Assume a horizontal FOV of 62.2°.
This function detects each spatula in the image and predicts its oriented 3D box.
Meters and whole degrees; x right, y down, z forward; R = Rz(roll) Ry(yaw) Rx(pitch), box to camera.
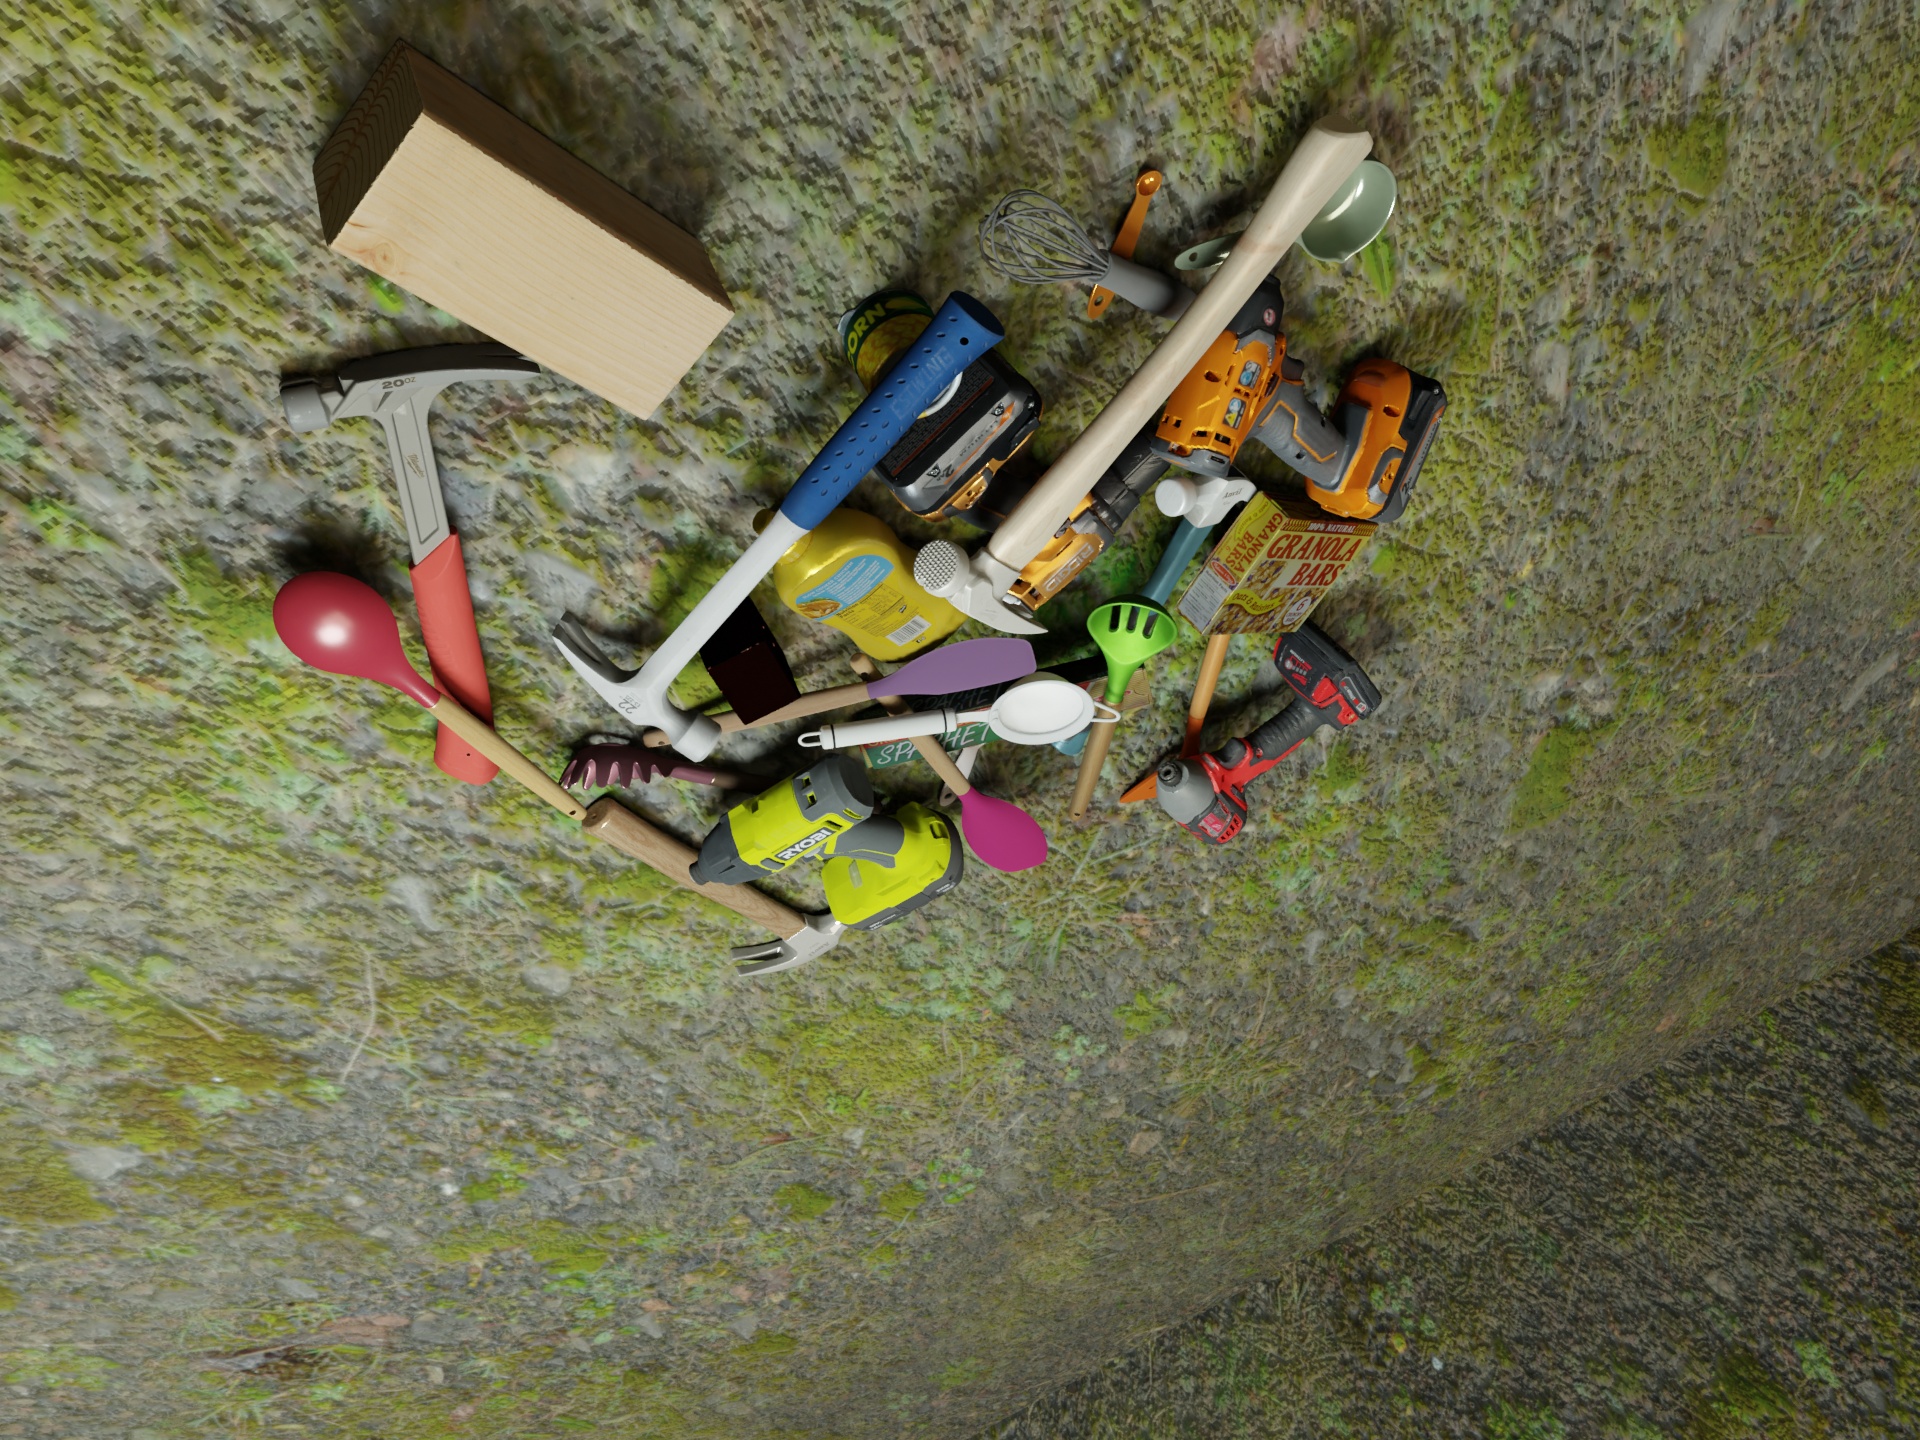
[{"bbox_3d":[0.220,-0.030,1.477,0.081,0.041,0.322,-10,134,-22],"label":"spatula"},{"bbox_3d":[-0.097,-0.020,1.245,0.316,0.018,0.059,-13,143,6],"label":"spatula"}]

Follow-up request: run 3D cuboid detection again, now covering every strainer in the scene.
[{"bbox_3d":[-0.002,-0.004,1.274,0.258,0.050,0.086,-8,144,-9],"label":"strainer"}]

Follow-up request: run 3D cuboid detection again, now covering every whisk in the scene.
[{"bbox_3d":[0.093,-0.299,1.059,0.238,0.055,0.055,3,134,-50],"label":"whisk"}]

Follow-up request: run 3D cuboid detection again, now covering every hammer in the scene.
[{"bbox_3d":[0.150,-0.086,1.344,0.128,0.033,0.330,-20,150,-40],"label":"hammer"},{"bbox_3d":[-0.216,0.148,1.416,0.130,0.031,0.331,-37,140,11],"label":"hammer"},{"bbox_3d":[0.137,-0.231,1.093,0.410,0.038,0.146,-50,149,12],"label":"hammer"},{"bbox_3d":[-0.341,-0.090,1.074,0.149,0.037,0.358,-13,139,-17],"label":"hammer"},{"bbox_3d":[-0.122,-0.132,1.071,0.144,0.035,0.405,36,121,-19],"label":"hammer"}]

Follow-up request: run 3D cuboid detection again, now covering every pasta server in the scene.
[{"bbox_3d":[-0.188,0.058,1.326,0.316,0.040,0.060,14,167,-42],"label":"pasta server"}]

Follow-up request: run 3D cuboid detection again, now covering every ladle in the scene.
[{"bbox_3d":[-0.355,-0.002,1.113,0.069,0.031,0.315,-32,142,5],"label":"ladle"}]

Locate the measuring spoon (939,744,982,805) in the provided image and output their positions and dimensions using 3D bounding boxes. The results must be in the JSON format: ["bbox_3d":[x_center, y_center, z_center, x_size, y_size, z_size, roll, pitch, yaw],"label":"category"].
[{"bbox_3d":[-0.001,0.036,1.432,0.034,0.018,0.124,-7,144,-26],"label":"measuring spoon"}]

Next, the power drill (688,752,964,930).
[{"bbox_3d":[-0.111,0.111,1.367,0.171,0.080,0.223,-31,150,19],"label":"power drill"}]

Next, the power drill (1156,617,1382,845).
[{"bbox_3d":[0.275,0.015,1.479,0.219,0.079,0.143,-45,143,6],"label":"power drill"}]

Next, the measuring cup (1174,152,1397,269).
[{"bbox_3d":[0.220,-0.350,1.106,0.167,0.038,0.083,-19,141,-7],"label":"measuring cup"}]

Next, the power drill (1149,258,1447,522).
[{"bbox_3d":[0.259,-0.246,1.196,0.226,0.084,0.164,11,104,-34],"label":"power drill"}]

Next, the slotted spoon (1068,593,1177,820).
[{"bbox_3d":[0.120,-0.005,1.318,0.070,0.031,0.313,12,143,1],"label":"slotted spoon"}]

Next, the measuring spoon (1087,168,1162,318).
[{"bbox_3d":[0.109,-0.326,1.091,0.021,0.011,0.116,-10,143,-31],"label":"measuring spoon"}]

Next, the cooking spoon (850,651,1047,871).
[{"bbox_3d":[-0.010,0.044,1.349,0.069,0.017,0.318,-19,135,20],"label":"cooking spoon"}]

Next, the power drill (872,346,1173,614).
[{"bbox_3d":[0.053,-0.184,1.162,0.185,0.084,0.226,-43,144,7],"label":"power drill"}]
